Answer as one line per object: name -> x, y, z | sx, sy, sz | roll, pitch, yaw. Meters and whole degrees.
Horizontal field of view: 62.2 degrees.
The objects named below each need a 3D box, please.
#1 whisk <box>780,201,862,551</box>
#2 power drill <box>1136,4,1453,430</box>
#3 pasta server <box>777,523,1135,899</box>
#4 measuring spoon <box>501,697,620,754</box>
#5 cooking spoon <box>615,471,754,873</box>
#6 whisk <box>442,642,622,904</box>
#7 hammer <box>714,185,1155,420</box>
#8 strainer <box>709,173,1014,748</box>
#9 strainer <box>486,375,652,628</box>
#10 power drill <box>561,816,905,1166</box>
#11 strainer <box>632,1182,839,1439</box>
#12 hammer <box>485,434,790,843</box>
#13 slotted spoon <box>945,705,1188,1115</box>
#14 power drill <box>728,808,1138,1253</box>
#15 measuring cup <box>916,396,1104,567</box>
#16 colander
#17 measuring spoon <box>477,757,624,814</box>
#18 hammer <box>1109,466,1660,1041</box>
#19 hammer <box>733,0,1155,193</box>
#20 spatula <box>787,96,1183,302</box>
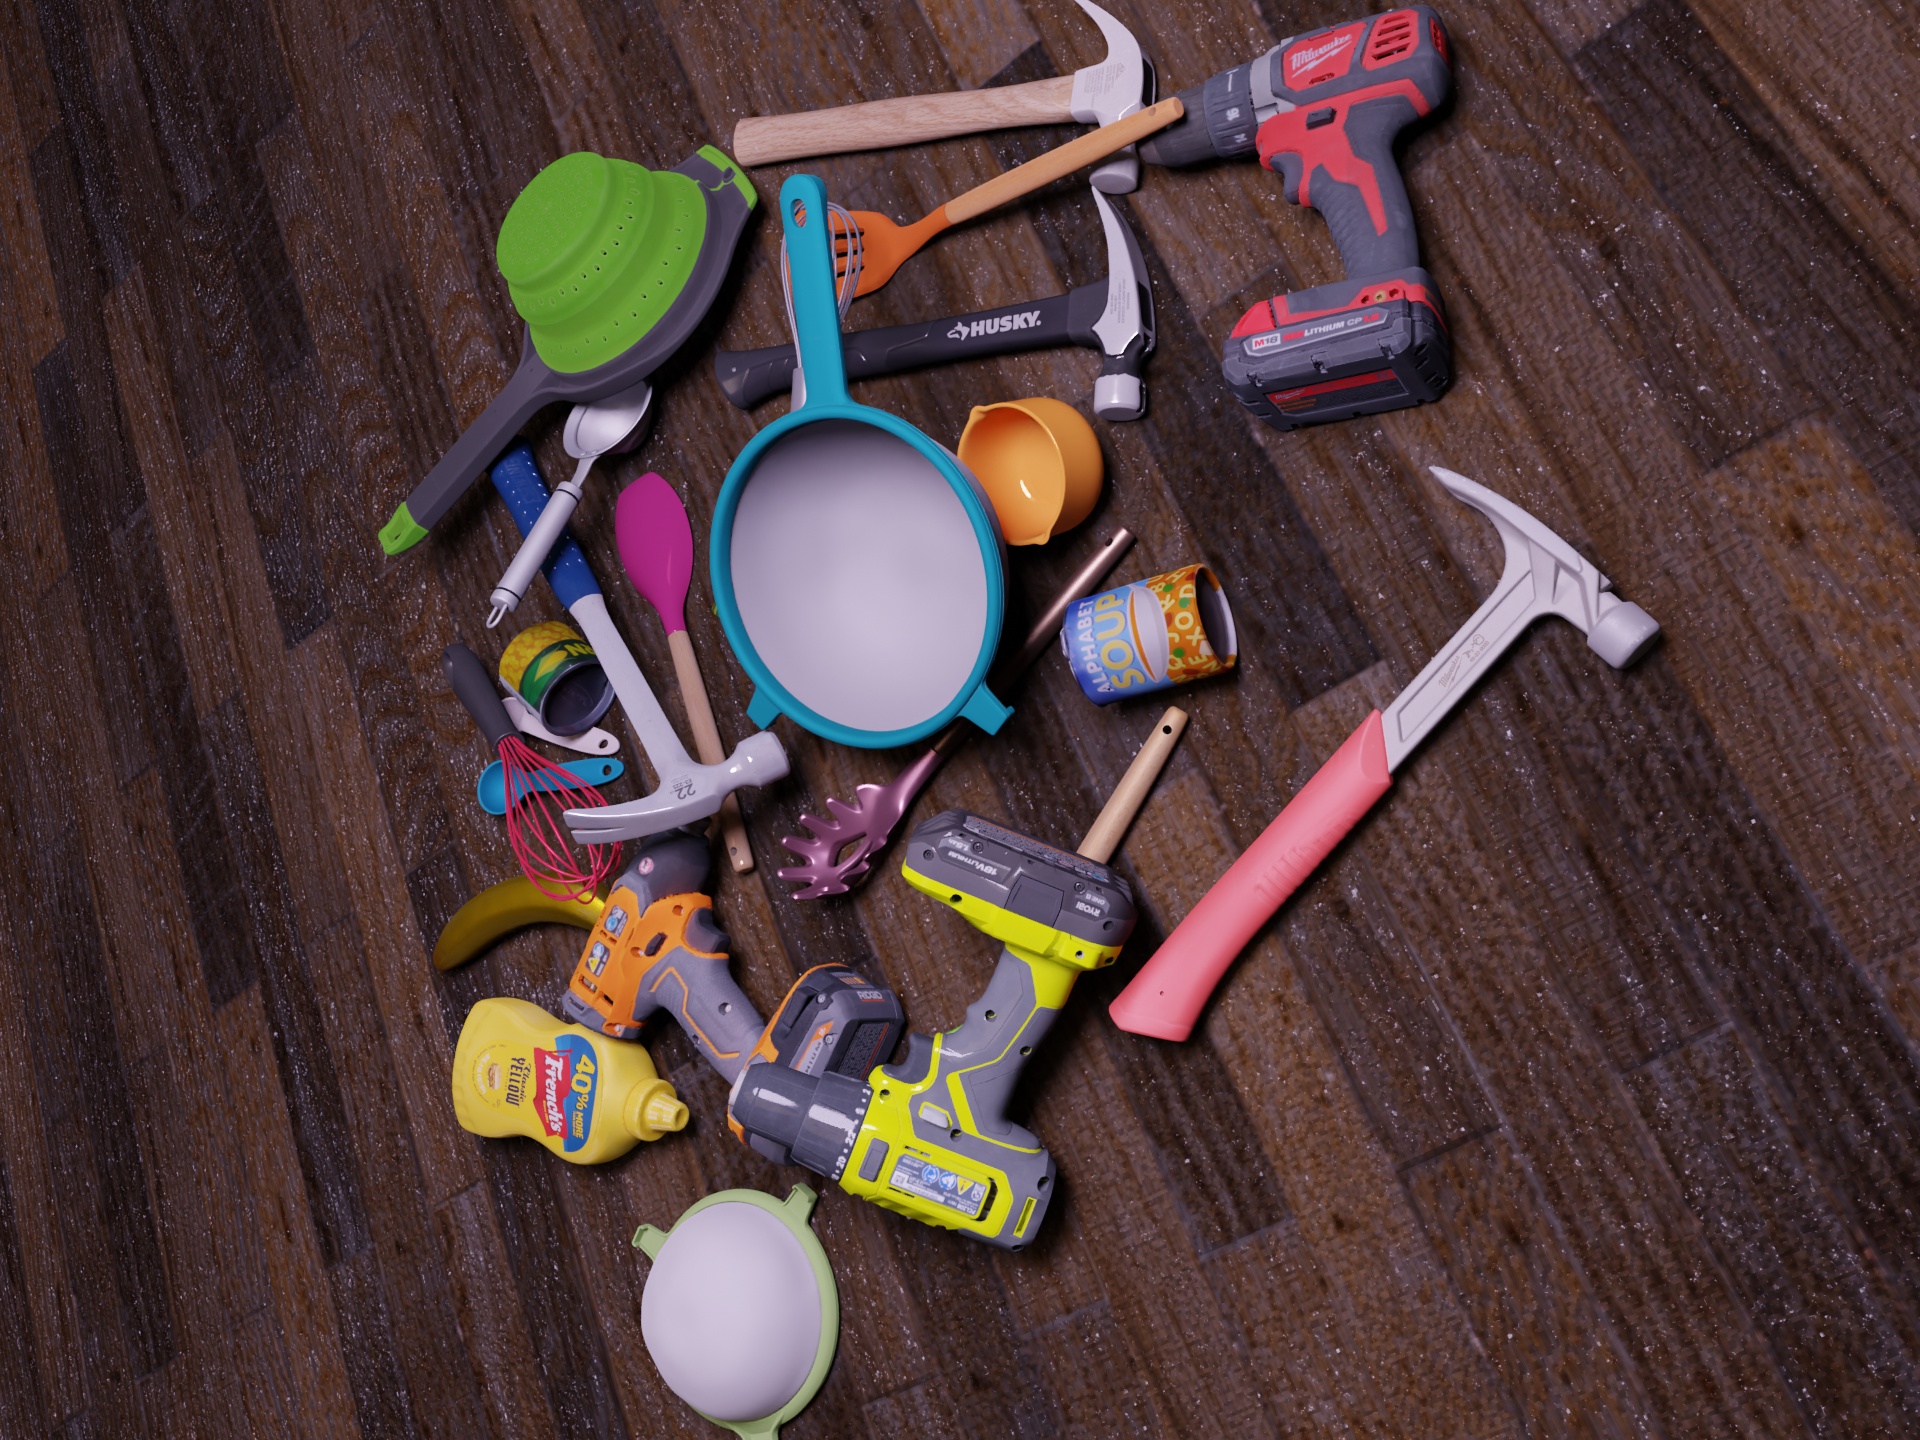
whisk -> -0.098, -0.230, 1.062 | 0.055, 0.055, 0.239 | 3, 88, 31
power drill -> 0.192, -0.291, 0.925 | 0.188, 0.080, 0.227 | -6, 76, 29
pasta server -> -0.002, -0.003, 1.009 | 0.316, 0.040, 0.060 | -49, 51, 13
measuring spoon -> -0.304, 0.010, 1.198 | 0.124, 0.018, 0.034 | 13, 69, 25
cooking spoon -> -0.196, -0.039, 1.138 | 0.069, 0.017, 0.319 | -29, 68, 25
whisk -> -0.318, 0.029, 1.148 | 0.073, 0.073, 0.296 | -53, 50, 12
hammer -> -0.028, -0.258, 1.070 | 0.335, 0.035, 0.146 | -2, 81, 30
strainer -> -0.054, -0.157, 0.977 | 0.211, 0.095, 0.340 | 1, 104, 32
strainer -> -0.281, -0.169, 1.158 | 0.087, 0.050, 0.259 | 1, 56, 37
power drill -> -0.150, 0.166, 1.037 | 0.227, 0.084, 0.164 | 28, 96, 31
strainer -> -0.146, 0.428, 0.998 | 0.151, 0.069, 0.256 | -22, 70, 25
hammer -> -0.268, -0.074, 1.132 | 0.144, 0.035, 0.406 | -25, 53, -14
slotted spoon -> 0.054, 0.129, 0.959 | 0.070, 0.031, 0.314 | 31, 96, 13
power drill -> -0.013, 0.172, 0.914 | 0.190, 0.080, 0.228 | 21, 96, 0
measuring cup -> 0.023, -0.140, 1.016 | 0.173, 0.052, 0.095 | -35, 80, 48
colander -> -0.325, -0.286, 1.174 | 0.397, 0.094, 0.205 | -45, 49, 9
measuring spoon -> -0.303, 0.046, 1.192 | 0.128, 0.021, 0.042 | -9, 75, 19
hammer -> 0.203, 0.036, 0.883 | 0.359, 0.036, 0.149 | -50, 61, 13
hammer -> -0.020, -0.418, 1.095 | 0.331, 0.031, 0.130 | 6, 85, 31
spatula -> 0.006, -0.342, 1.040 | 0.323, 0.041, 0.081 | -10, 76, 43
